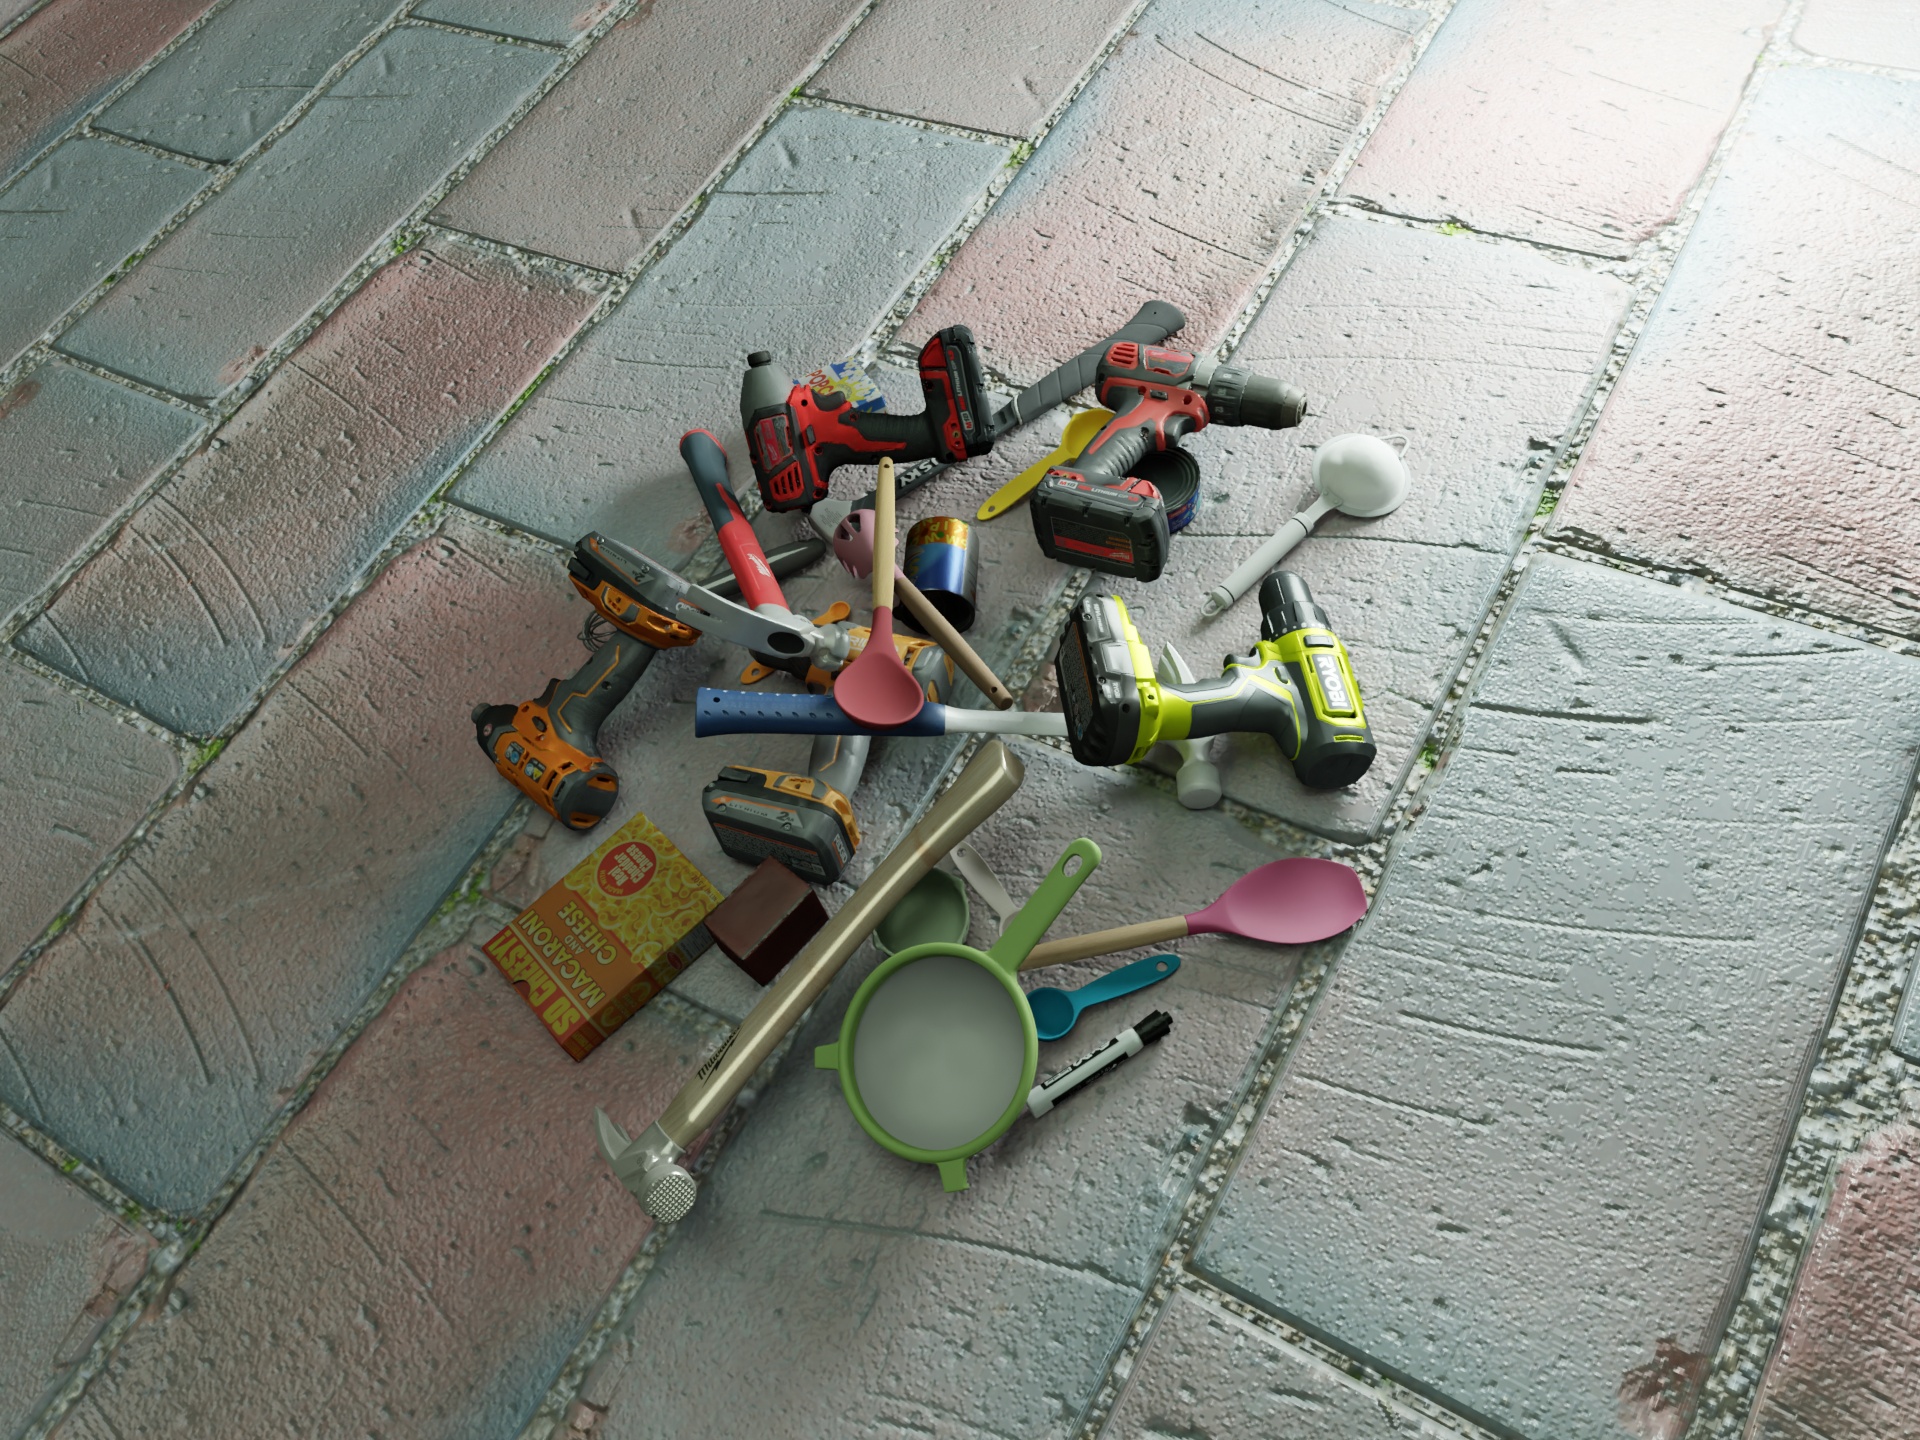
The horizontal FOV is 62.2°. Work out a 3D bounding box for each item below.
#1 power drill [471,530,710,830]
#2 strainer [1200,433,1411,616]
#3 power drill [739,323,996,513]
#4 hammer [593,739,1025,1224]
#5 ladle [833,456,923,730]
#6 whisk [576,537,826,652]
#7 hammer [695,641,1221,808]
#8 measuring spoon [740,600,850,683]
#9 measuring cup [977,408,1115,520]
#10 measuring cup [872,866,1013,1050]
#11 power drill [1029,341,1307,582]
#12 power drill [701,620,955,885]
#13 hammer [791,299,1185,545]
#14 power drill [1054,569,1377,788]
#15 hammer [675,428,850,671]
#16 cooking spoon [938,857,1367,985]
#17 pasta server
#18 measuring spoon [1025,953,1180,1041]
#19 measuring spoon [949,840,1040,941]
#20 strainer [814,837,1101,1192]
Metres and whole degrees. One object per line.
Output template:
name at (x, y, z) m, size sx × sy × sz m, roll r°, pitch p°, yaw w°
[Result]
power drill at (-0.325, -0.041, 1.356) m, size 0.164 × 0.084 × 0.226 m, roll 31°, pitch 94°, yaw 29°
strainer at (0.298, -0.172, 1.355) m, size 0.258 × 0.050 × 0.087 m, roll -42°, pitch 72°, yaw -11°
power drill at (-0.086, -0.277, 1.416) m, size 0.219 × 0.078 × 0.143 m, roll -13°, pitch 98°, yaw 3°
hammer at (-0.104, 0.171, 1.158) m, size 0.411 × 0.038 × 0.146 m, roll -48°, pitch 27°, yaw -12°
ladle at (-0.064, -0.107, 1.282) m, size 0.069 × 0.031 × 0.316 m, roll 6°, pitch 49°, yaw -8°
whisk at (-0.233, -0.116, 1.441) m, size 0.239 × 0.055 × 0.055 m, roll -23°, pitch 54°, yaw -7°
hammer at (-0.002, -0.004, 1.248) m, size 0.405 × 0.035 × 0.144 m, roll 2°, pitch 53°, yaw -6°
measuring spoon at (-0.146, -0.067, 1.410) m, size 0.117 × 0.011 × 0.021 m, roll -37°, pitch 59°, yaw -7°
measuring cup at (0.083, -0.226, 1.456) m, size 0.156 × 0.029 × 0.062 m, roll -36°, pitch 55°, yaw 3°
measuring cup at (-0.003, 0.184, 1.195) m, size 0.083 × 0.038 × 0.168 m, roll -36°, pitch 72°, yaw -10°
power drill at (0.177, -0.228, 1.357) m, size 0.188 × 0.080 × 0.227 m, roll 16°, pitch 59°, yaw 23°
power drill at (-0.129, 0.009, 1.312) m, size 0.185 × 0.084 × 0.226 m, roll 14°, pitch 57°, yaw 21°
hammer at (0.041, -0.279, 1.490) m, size 0.409 × 0.036 × 0.149 m, roll -34°, pitch 57°, yaw -10°
power drill at (0.195, -0.040, 1.233) m, size 0.228 × 0.080 × 0.191 m, roll 1°, pitch 54°, yaw -14°
hammer at (-0.212, -0.170, 1.395) m, size 0.038 × 0.143 × 0.387 m, roll -59°, pitch 34°, yaw 21°
cooking spoon at (0.140, 0.156, 1.168) m, size 0.319 × 0.017 × 0.069 m, roll -11°, pitch 57°, yaw -2°
pasta server at (-0.033, -0.094, 1.302) m, size 0.060 × 0.040 × 0.317 m, roll -46°, pitch 44°, yaw 6°
measuring spoon at (0.103, 0.202, 1.166) m, size 0.128 × 0.021 × 0.042 m, roll -20°, pitch 53°, yaw -11°
measuring spoon at (0.026, 0.135, 1.231) m, size 0.034 × 0.018 × 0.124 m, roll -32°, pitch 49°, yaw -9°
strainer at (0.025, 0.194, 1.128) m, size 0.152 × 0.069 × 0.256 m, roll 36°, pitch 89°, yaw 28°
